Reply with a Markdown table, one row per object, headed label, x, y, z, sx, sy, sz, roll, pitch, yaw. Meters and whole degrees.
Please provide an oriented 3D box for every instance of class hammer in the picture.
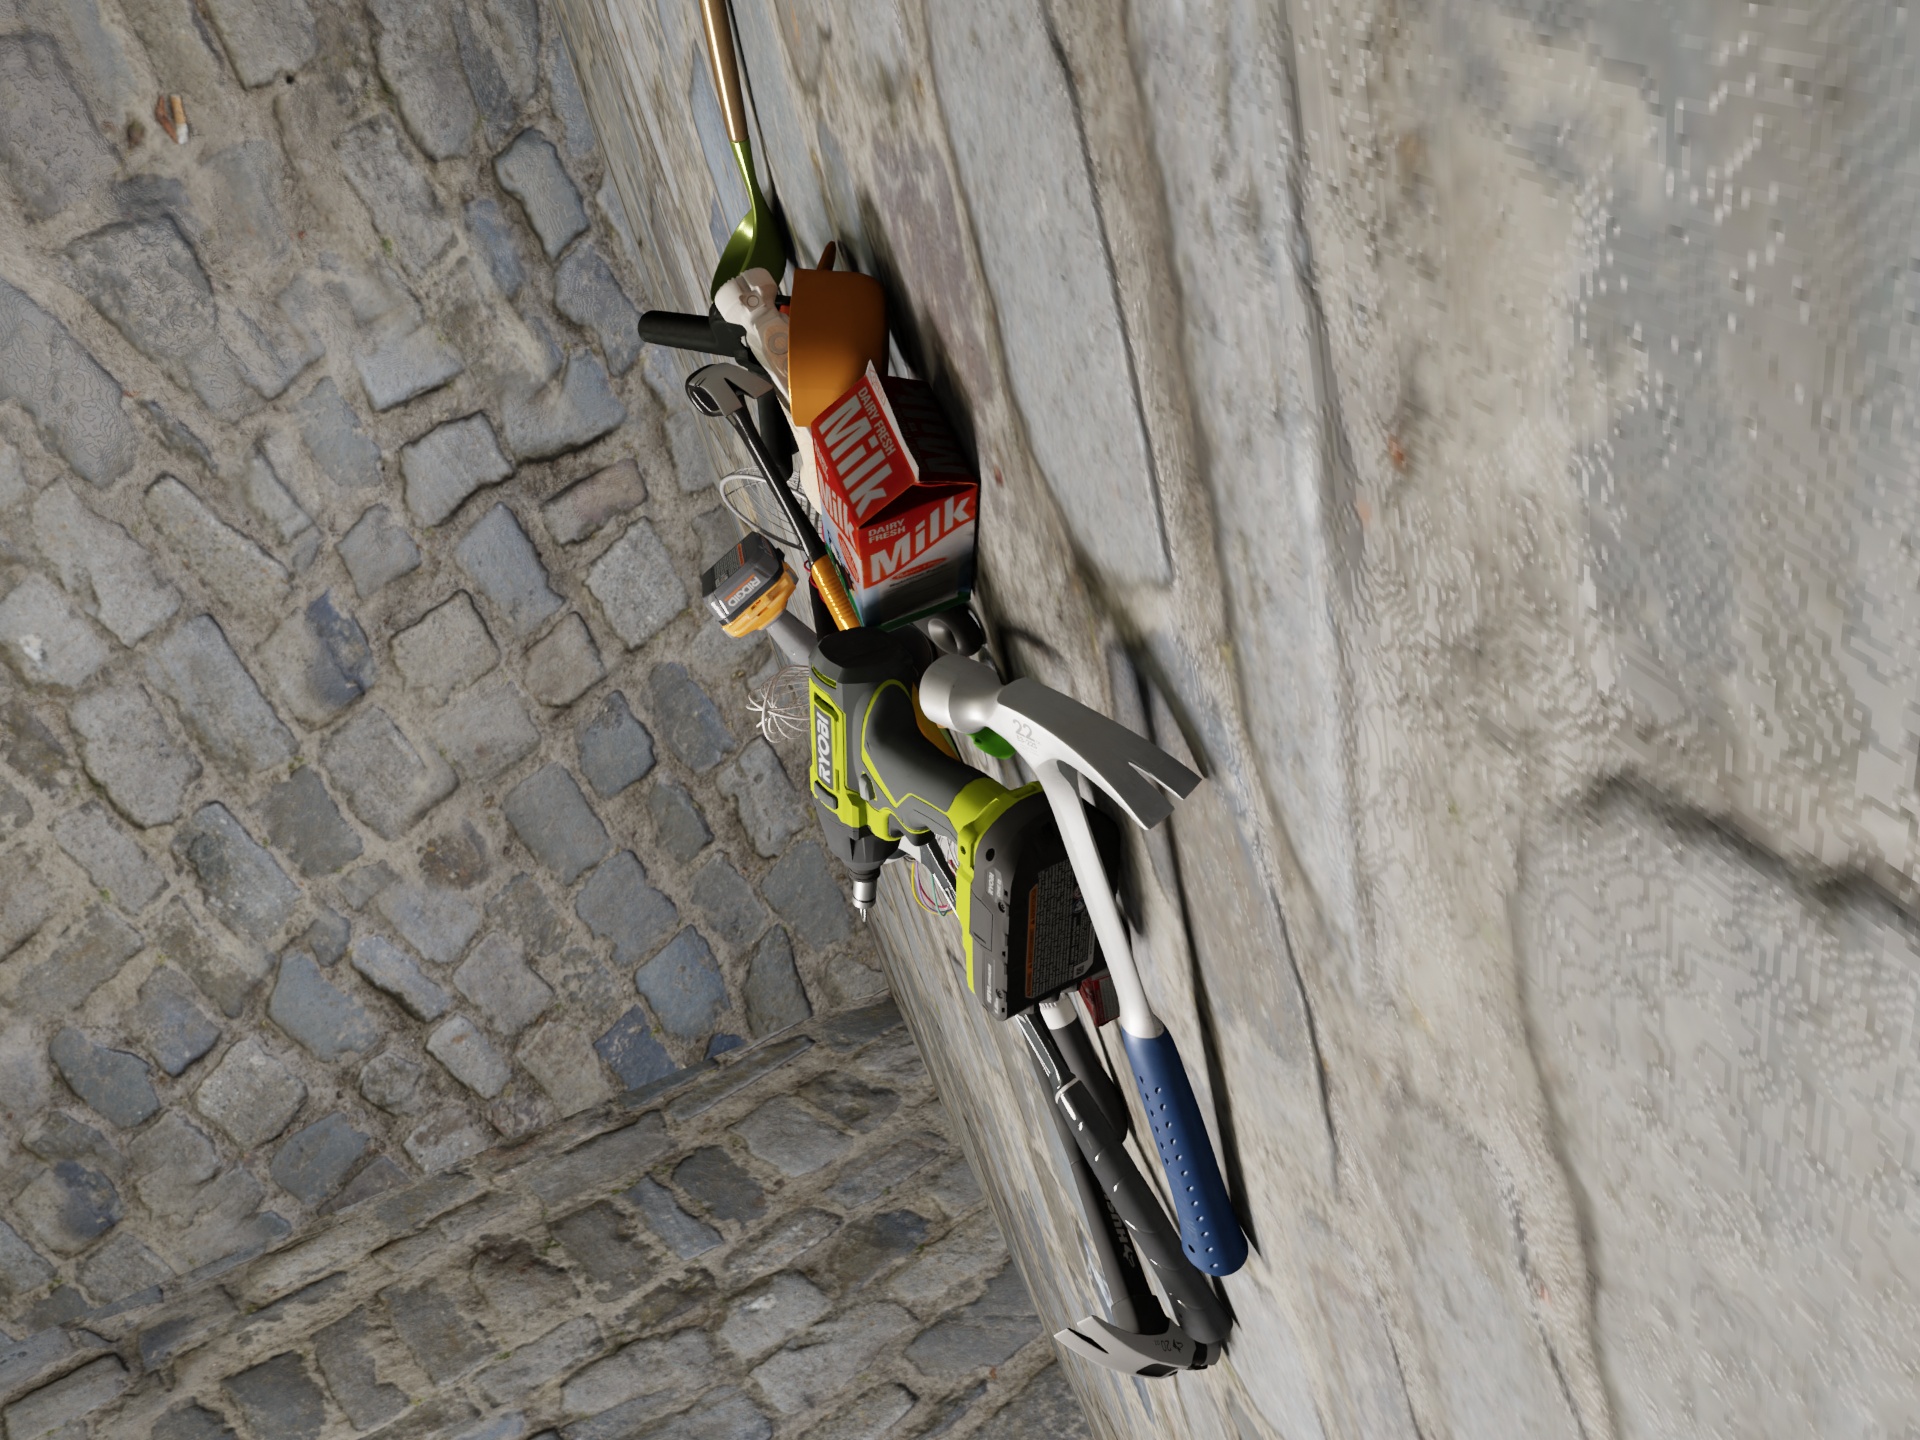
| label | x | y | z | sx | sy | sz | roll | pitch | yaw |
| --- | --- | --- | --- | --- | --- | --- | --- | --- | --- |
| hammer | -0.077 | -0.083 | 1.060 | 0.336 | 0.034 | 0.127 | 61 | 170 | -24 |
| hammer | 0.065 | 0.228 | 1.052 | 0.409 | 0.036 | 0.149 | 59 | 156 | 1 |
| hammer | 0.083 | 0.307 | 1.161 | 0.146 | 0.035 | 0.335 | 21 | -141 | -45 |
| hammer | 0.092 | 0.148 | 0.795 | 0.144 | 0.035 | 0.405 | 23 | 143 | 46 |
| hammer | -0.102 | -0.194 | 1.159 | 0.146 | 0.038 | 0.410 | 58 | 177 | 3 |

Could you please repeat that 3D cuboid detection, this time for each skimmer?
| label | x | y | z | sx | sy | sz | roll | pitch | yaw |
| --- | --- | --- | --- | --- | --- | --- | --- | --- | --- |
| skimmer | -0.140 | -0.123 | 1.345 | 0.127 | 0.090 | 0.364 | 34 | -160 | -26 |

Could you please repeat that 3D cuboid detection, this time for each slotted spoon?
| label | x | y | z | sx | sy | sz | roll | pitch | yaw |
| --- | --- | --- | --- | --- | --- | --- | --- | --- | --- |
| slotted spoon | -0.002 | -0.004 | 1.143 | 0.314 | 0.031 | 0.070 | 171 | 74 | -83 |

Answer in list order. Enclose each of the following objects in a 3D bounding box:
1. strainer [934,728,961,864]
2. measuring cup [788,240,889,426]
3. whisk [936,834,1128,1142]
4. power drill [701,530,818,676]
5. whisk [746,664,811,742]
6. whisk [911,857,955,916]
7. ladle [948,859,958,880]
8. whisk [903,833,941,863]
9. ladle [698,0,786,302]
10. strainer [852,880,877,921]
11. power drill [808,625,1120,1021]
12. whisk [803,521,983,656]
| label | x | y | z | sx | sy | sz | roll | pitch | yaw |
| --- | --- | --- | --- | --- | --- | --- | --- | --- | --- |
| strainer | -0.028 | 0.097 | 1.396 | 0.256 | 0.069 | 0.152 | 80 | 166 | -46 |
| measuring cup | -0.064 | -0.236 | 0.926 | 0.174 | 0.052 | 0.095 | -83 | -3 | -48 |
| whisk | 0.057 | 0.179 | 1.133 | 0.284 | 0.070 | 0.070 | 65 | 172 | -9 |
| power drill | -0.150 | -0.076 | 1.547 | 0.226 | 0.084 | 0.185 | 47 | -175 | -20 |
| whisk | -0.101 | -0.034 | 1.279 | 0.246 | 0.058 | 0.059 | -35 | -46 | -65 |
| whisk | -0.036 | 0.079 | 1.470 | 0.051 | 0.047 | 0.244 | -48 | -46 | -51 |
| ladle | -0.046 | 0.048 | 1.497 | 0.031 | 0.069 | 0.315 | 3 | 129 | 34 |
| whisk | -0.049 | -0.002 | 1.279 | 0.055 | 0.055 | 0.239 | 98 | 164 | -73 |
| ladle | -0.168 | -0.422 | 1.085 | 0.319 | 0.062 | 0.078 | 84 | -178 | -50 |
| strainer | -0.066 | 0.055 | 1.210 | 0.087 | 0.050 | 0.258 | -124 | 32 | -47 |
| power drill | -0.011 | 0.065 | 0.921 | 0.223 | 0.080 | 0.171 | 37 | 137 | 43 |
| whisk | -0.048 | -0.093 | 1.127 | 0.296 | 0.073 | 0.073 | 38 | 148 | 61 |
